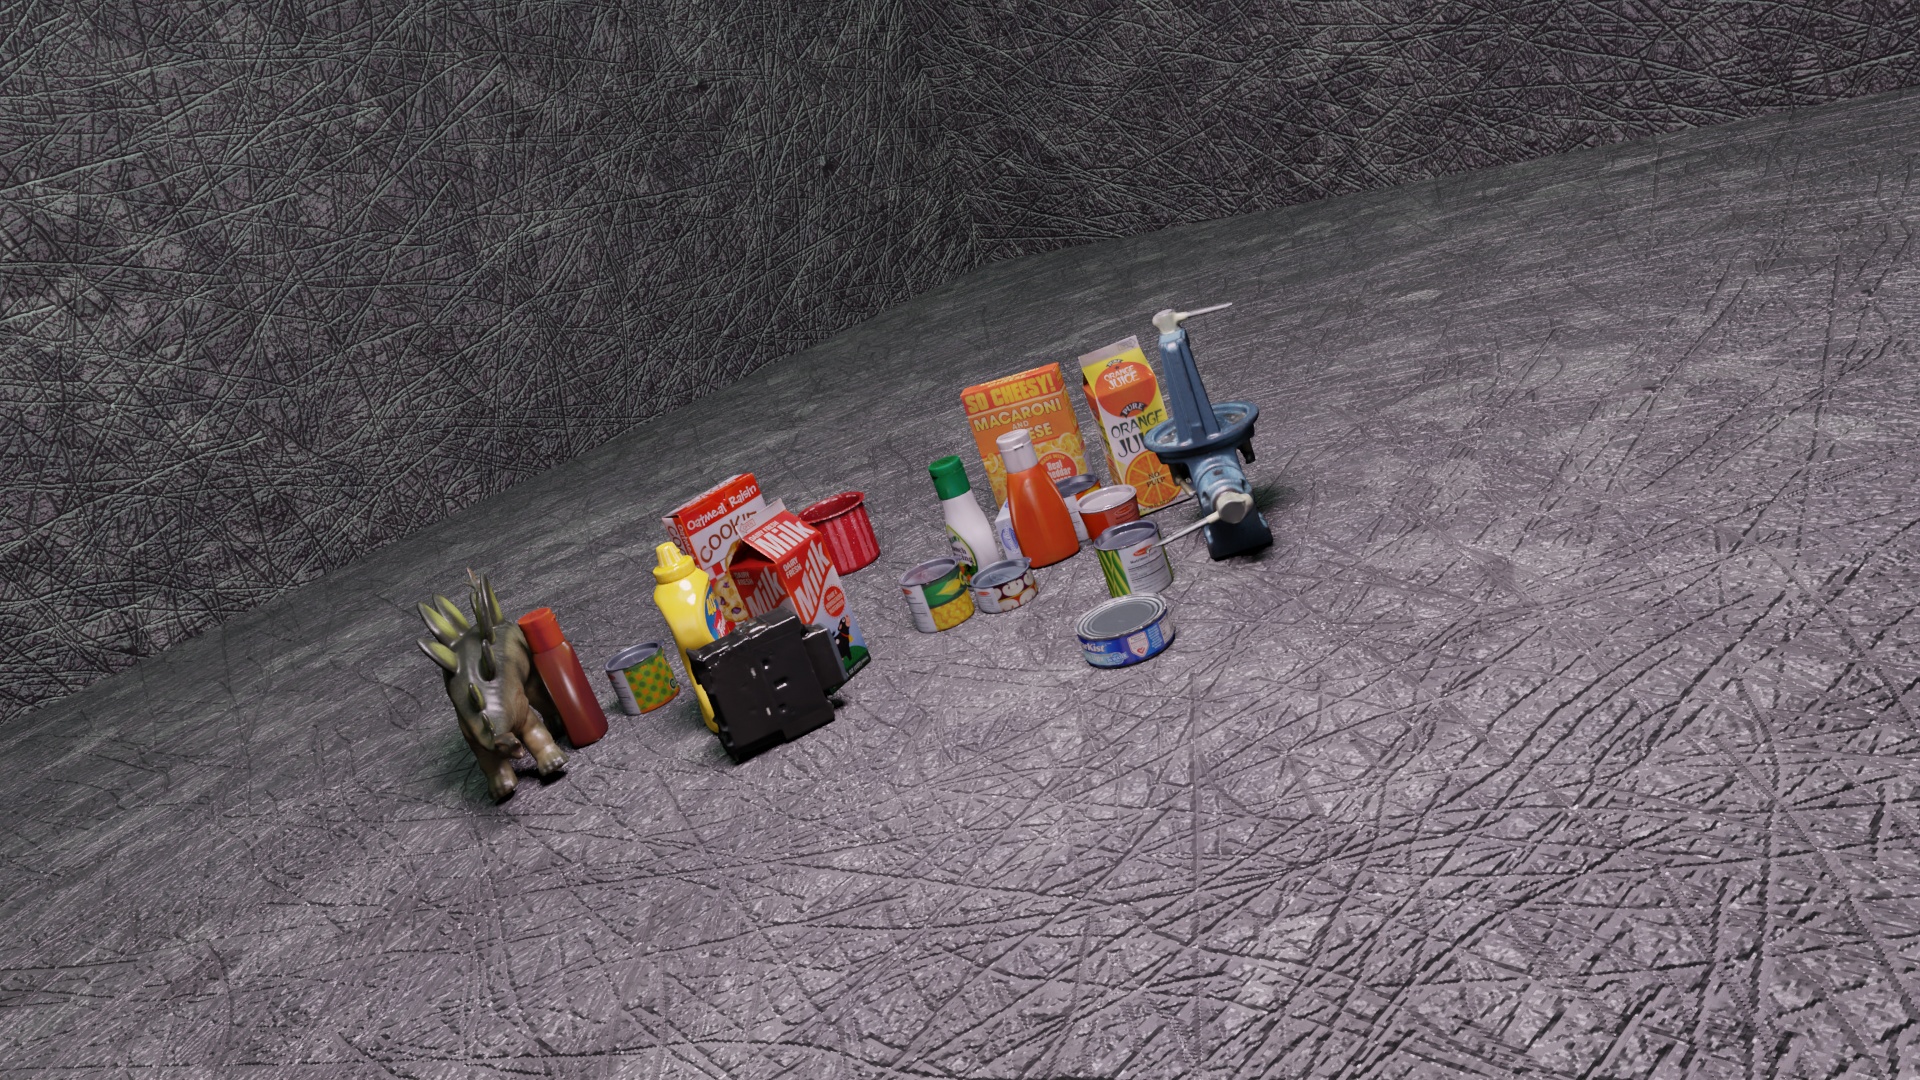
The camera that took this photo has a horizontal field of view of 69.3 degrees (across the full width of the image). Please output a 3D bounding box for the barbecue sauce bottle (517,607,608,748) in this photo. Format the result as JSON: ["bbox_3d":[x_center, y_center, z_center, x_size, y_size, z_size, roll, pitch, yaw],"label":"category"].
[{"bbox_3d":[-0.424,0.144,1.479,0.044,0.148,0.065,-21,17,-6],"label":"barbecue sauce bottle"}]

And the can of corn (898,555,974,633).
[{"bbox_3d":[-0.022,0.056,1.464,0.071,0.058,0.071,-18,17,6],"label":"can of corn"}]

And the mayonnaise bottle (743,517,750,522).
[{"bbox_3d":[-0.202,0.043,1.547,0.064,0.147,0.041,-6,22,37],"label":"mayonnaise bottle"}]

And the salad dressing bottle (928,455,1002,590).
[{"bbox_3d":[0.005,-0.019,1.512,0.044,0.147,0.064,-27,18,-21],"label":"salad dressing bottle"}]

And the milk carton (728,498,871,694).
[{"bbox_3d":[-0.168,0.057,1.399,0.073,0.190,0.073,-6,22,38],"label":"milk carton"}]

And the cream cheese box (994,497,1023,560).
[{"bbox_3d":[0.067,-0.020,1.605,0.024,0.053,0.104,-14,18,18],"label":"cream cheese box"}]

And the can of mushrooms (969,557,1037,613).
[{"bbox_3d":[0.048,0.047,1.459,0.071,0.033,0.071,-18,17,6],"label":"can of mushrooms"}]

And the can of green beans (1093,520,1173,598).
[{"bbox_3d":[0.171,0.020,1.369,0.071,0.057,0.071,-18,17,6],"label":"can of green beans"}]

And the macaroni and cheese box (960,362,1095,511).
[{"bbox_3d":[0.085,-0.122,1.708,0.123,0.166,0.040,-14,18,17],"label":"macaroni and cheese box"}]

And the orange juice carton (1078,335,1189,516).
[{"bbox_3d":[0.194,-0.130,1.571,0.072,0.192,0.073,-20,17,-2],"label":"orange juice carton"}]

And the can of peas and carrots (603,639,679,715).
[{"bbox_3d":[-0.348,0.150,1.530,0.071,0.058,0.071,-18,17,6],"label":"can of peas and carrots"}]

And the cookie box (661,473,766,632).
[{"bbox_3d":[-0.270,0.019,1.659,0.040,0.167,0.123,-4,23,42],"label":"cookie box"}]

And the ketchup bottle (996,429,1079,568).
[{"bbox_3d":[0.079,-0.047,1.515,0.065,0.148,0.043,-21,17,-5],"label":"ketchup bottle"}]

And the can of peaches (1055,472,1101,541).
[{"bbox_3d":[0.135,-0.037,1.578,0.071,0.058,0.071,-18,17,6],"label":"can of peaches"}]

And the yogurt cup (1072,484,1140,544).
[{"bbox_3d":[0.165,-0.024,1.512,0.072,0.053,0.072,-18,17,6],"label":"yogurt cup"}]
